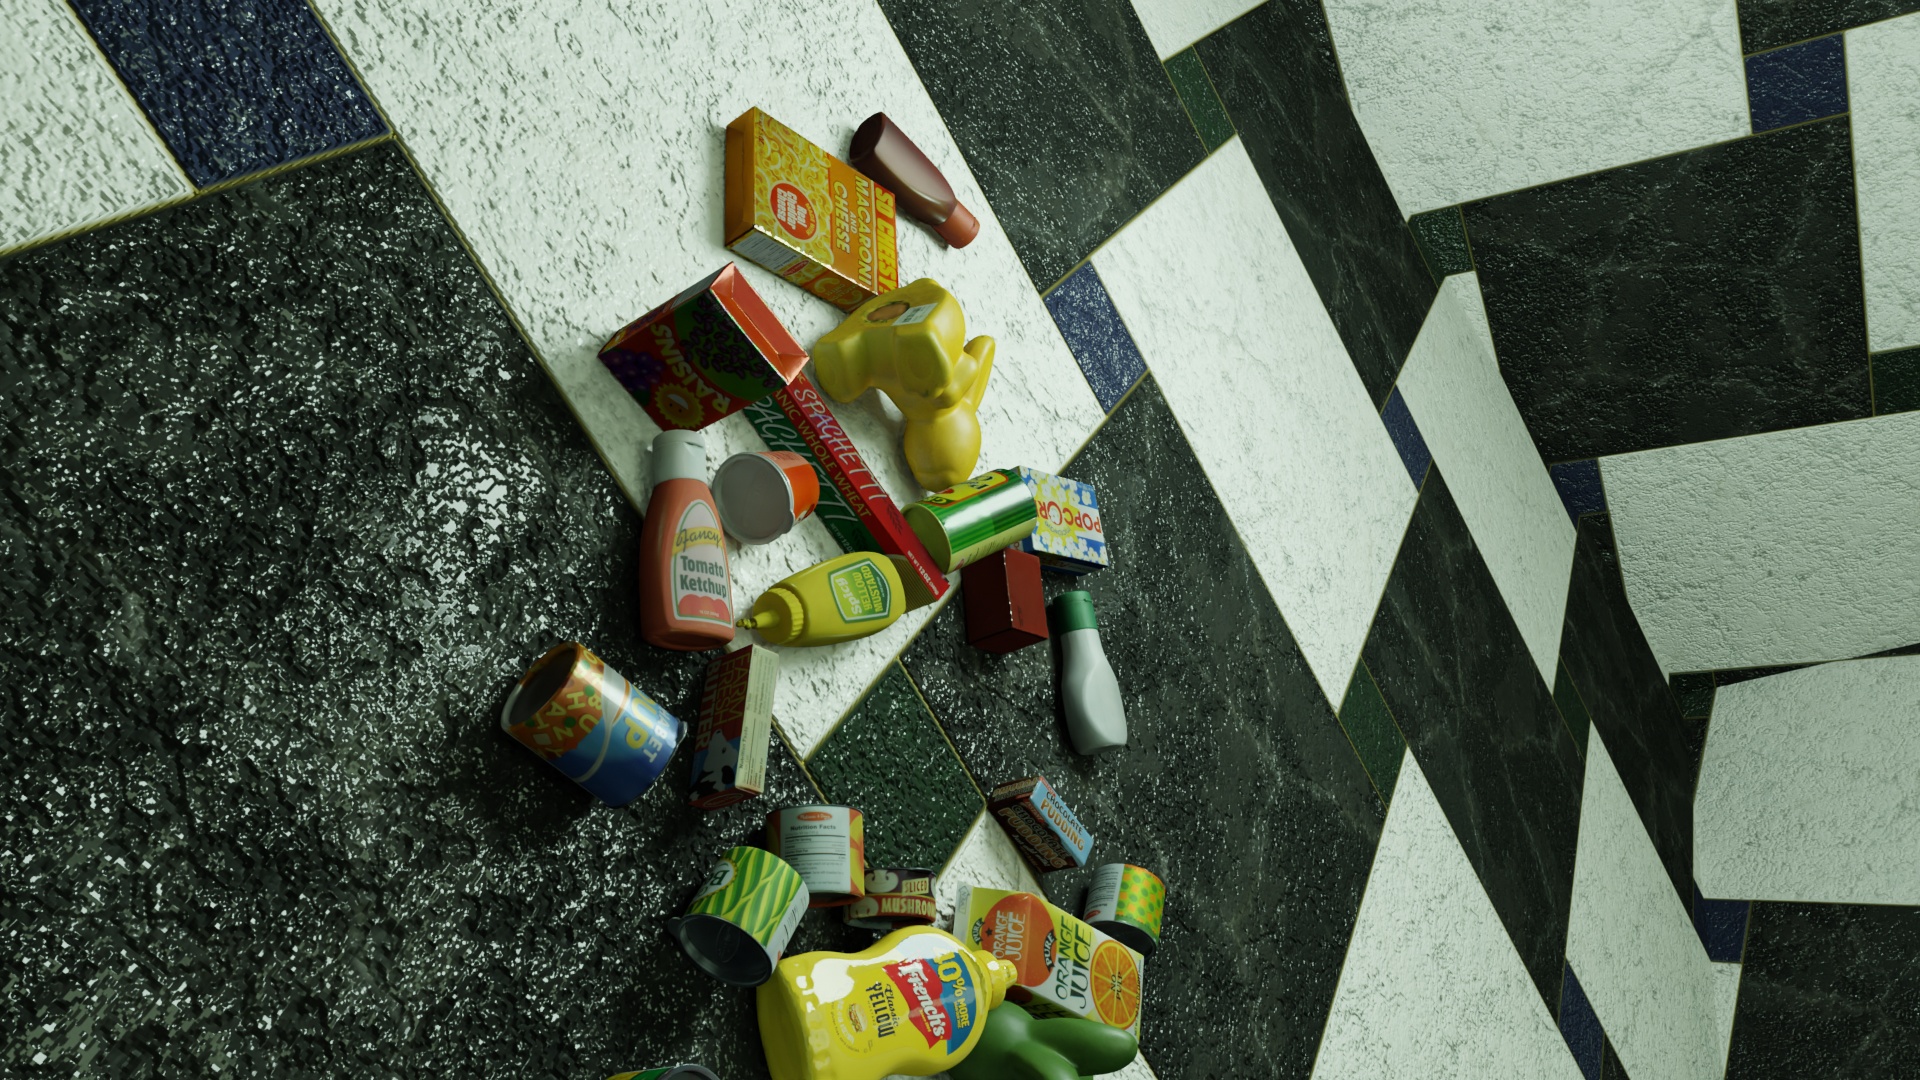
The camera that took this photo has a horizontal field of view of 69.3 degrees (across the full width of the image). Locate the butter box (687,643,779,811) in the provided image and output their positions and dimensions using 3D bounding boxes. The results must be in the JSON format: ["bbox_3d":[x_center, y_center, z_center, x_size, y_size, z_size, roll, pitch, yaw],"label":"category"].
[{"bbox_3d":[-0.150,0.124,0.922,0.024,0.053,0.104,30,49,-38],"label":"butter box"}]

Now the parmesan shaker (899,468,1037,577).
[{"bbox_3d":[0.004,-0.015,1.160,0.103,0.071,0.071,-25,93,-38],"label":"parmesan shaker"}]

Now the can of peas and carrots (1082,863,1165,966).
[{"bbox_3d":[0.141,0.320,1.189,0.071,0.070,0.059,47,40,-27],"label":"can of peas and carrots"}]

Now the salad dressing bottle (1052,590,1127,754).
[{"bbox_3d":[0.116,0.121,1.283,0.064,0.044,0.148,12,62,-48],"label":"salad dressing bottle"}]

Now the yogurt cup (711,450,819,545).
[{"bbox_3d":[-0.139,-0.035,1.012,0.054,0.072,0.072,-27,94,-63],"label":"yogurt cup"}]

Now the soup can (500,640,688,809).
[{"bbox_3d":[-0.217,0.108,0.826,0.083,0.071,0.072,46,41,-28],"label":"soup can"}]

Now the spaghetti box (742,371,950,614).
[{"bbox_3d":[-0.098,-0.048,1.084,0.249,0.050,0.029,55,36,-17],"label":"spaghetti box"}]

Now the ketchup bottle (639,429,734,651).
[{"bbox_3d":[-0.189,-0.001,0.945,0.065,0.043,0.149,17,59,-48],"label":"ketchup bottle"}]

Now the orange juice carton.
[{"bbox_3d":[0.057,0.328,1.069,0.192,0.073,0.072,37,47,-35],"label":"orange juice carton"}]

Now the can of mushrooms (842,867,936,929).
[{"bbox_3d":[-0.048,0.251,0.973,0.071,0.071,0.033,26,54,-44],"label":"can of mushrooms"}]

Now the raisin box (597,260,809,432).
[{"bbox_3d":[-0.178,-0.128,0.957,0.086,0.123,0.040,51,40,-23],"label":"raisin box"}]

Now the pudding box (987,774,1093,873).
[{"bbox_3d":[0.067,0.235,1.151,0.083,0.049,0.030,54,39,-20],"label":"pudding box"}]

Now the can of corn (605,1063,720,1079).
[{"bbox_3d":[-0.172,0.332,0.777,0.071,0.058,0.071,29,51,-42],"label":"can of corn"}]

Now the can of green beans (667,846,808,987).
[{"bbox_3d":[-0.136,0.235,0.870,0.071,0.071,0.058,54,37,-20],"label":"can of green beans"}]

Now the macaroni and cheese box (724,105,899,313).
[{"bbox_3d":[-0.124,-0.273,1.177,0.166,0.040,0.124,22,56,-45],"label":"macaroni and cheese box"}]

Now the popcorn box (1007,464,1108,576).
[{"bbox_3d":[0.086,-0.017,1.319,0.127,0.038,0.085,13,63,-50],"label":"popcorn box"}]

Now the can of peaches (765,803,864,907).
[{"bbox_3d":[-0.097,0.213,0.934,0.071,0.071,0.058,23,55,-45],"label":"can of peaches"}]

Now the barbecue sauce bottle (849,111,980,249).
[{"bbox_3d":[-0.040,-0.336,1.318,0.148,0.043,0.065,38,46,-37],"label":"barbecue sauce bottle"}]

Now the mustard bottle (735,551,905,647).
[{"bbox_3d":[-0.105,0.049,1.023,0.161,0.048,0.065,-15,83,-55],"label":"mustard bottle"}]
